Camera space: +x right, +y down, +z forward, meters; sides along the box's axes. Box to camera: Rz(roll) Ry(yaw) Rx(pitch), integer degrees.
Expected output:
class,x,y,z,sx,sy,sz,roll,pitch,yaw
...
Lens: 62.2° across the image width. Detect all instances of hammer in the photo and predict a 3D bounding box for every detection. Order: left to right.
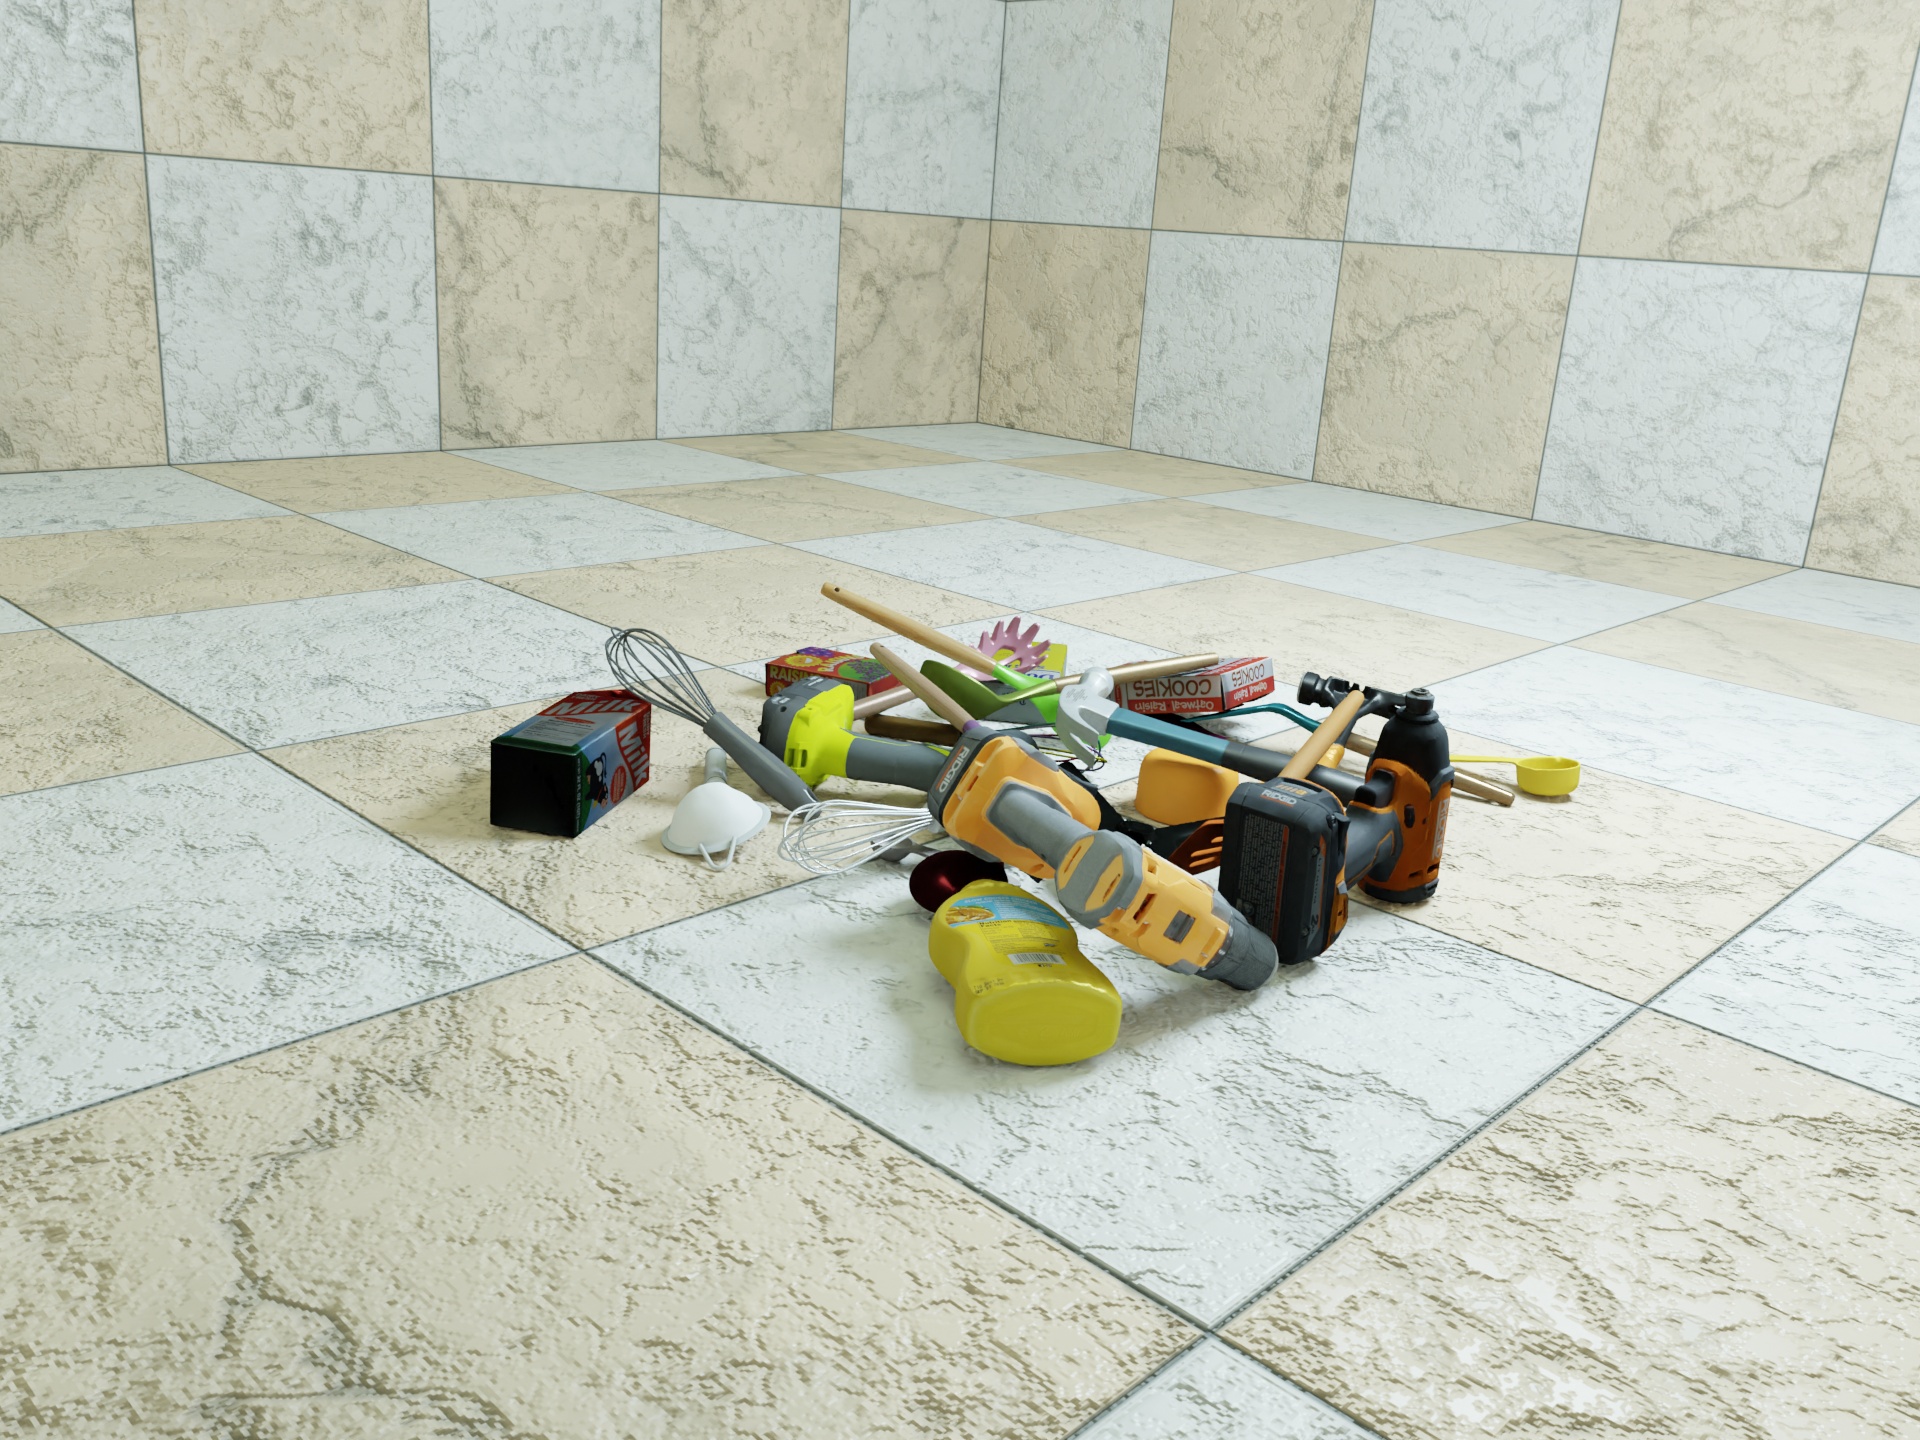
class,x,y,z,sx,sy,sz,roll,pitch,yaw
hammer,0.234,0.031,1.319,0.331,0.033,0.128,17,30,19
hammer,0.324,0.041,1.396,0.127,0.034,0.337,16,28,20

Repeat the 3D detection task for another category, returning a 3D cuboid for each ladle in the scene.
class,x,y,z,sx,sy,sz,roll,pitch,yaw
ladle,0.049,0.092,1.239,0.069,0.031,0.315,20,17,21
ladle,0.109,-0.048,1.499,0.320,0.062,0.078,-10,8,-25

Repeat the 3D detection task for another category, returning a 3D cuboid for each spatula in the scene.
class,x,y,z,sx,sy,sz,roll,pitch,yaw
spatula,-0.002,-0.004,1.343,0.059,0.018,0.316,2,22,-32
spatula,0.245,0.042,1.230,0.041,0.081,0.322,41,42,9
spatula,0.369,0.029,1.518,0.318,0.044,0.082,22,15,27

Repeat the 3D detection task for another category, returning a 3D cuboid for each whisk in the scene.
class,x,y,z,sx,sy,sz,roll,pitch,yaw
whisk,-0.204,0.001,1.312,0.239,0.055,0.055,40,27,11
whisk,-0.028,0.074,1.200,0.246,0.059,0.058,-9,58,-34
whisk,0.020,0.017,1.470,0.245,0.051,0.047,8,23,24

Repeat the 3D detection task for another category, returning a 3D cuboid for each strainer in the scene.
class,x,y,z,sx,sy,sz,roll,pitch,yaw
strainer,-0.202,0.057,1.297,0.087,0.050,0.259,-13,16,-5

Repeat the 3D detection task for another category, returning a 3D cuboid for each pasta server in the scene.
class,x,y,z,sx,sy,sz,roll,pitch,yaw
pasta server,-0.044,-0.032,1.521,0.316,0.040,0.060,-20,66,-34

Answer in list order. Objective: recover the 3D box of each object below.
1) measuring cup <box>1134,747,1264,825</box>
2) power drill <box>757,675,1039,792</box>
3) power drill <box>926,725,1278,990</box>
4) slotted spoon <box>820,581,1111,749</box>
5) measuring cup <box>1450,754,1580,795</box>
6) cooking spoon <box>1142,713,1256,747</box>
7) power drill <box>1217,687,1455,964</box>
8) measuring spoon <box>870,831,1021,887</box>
class,x,y,z,sx,sy,sz,roll,pitch,yaw
measuring cup,0.230,0.047,1.394,0.173,0.052,0.095,-11,22,-35
power drill,-0.048,0.028,1.366,0.223,0.080,0.171,13,18,15
power drill,0.099,0.099,1.065,0.185,0.084,0.226,30,2,-37
slotted spoon,0.008,-0.059,1.528,0.314,0.031,0.070,26,55,0
measuring cup,0.511,0.050,1.515,0.156,0.029,0.062,3,12,41
cooking spoon,0.273,0.030,1.519,0.068,0.017,0.319,-9,20,-35
power drill,0.281,0.071,1.147,0.084,0.164,0.226,19,24,40
measuring spoon,-0.013,0.111,1.208,0.124,0.018,0.034,17,18,18
